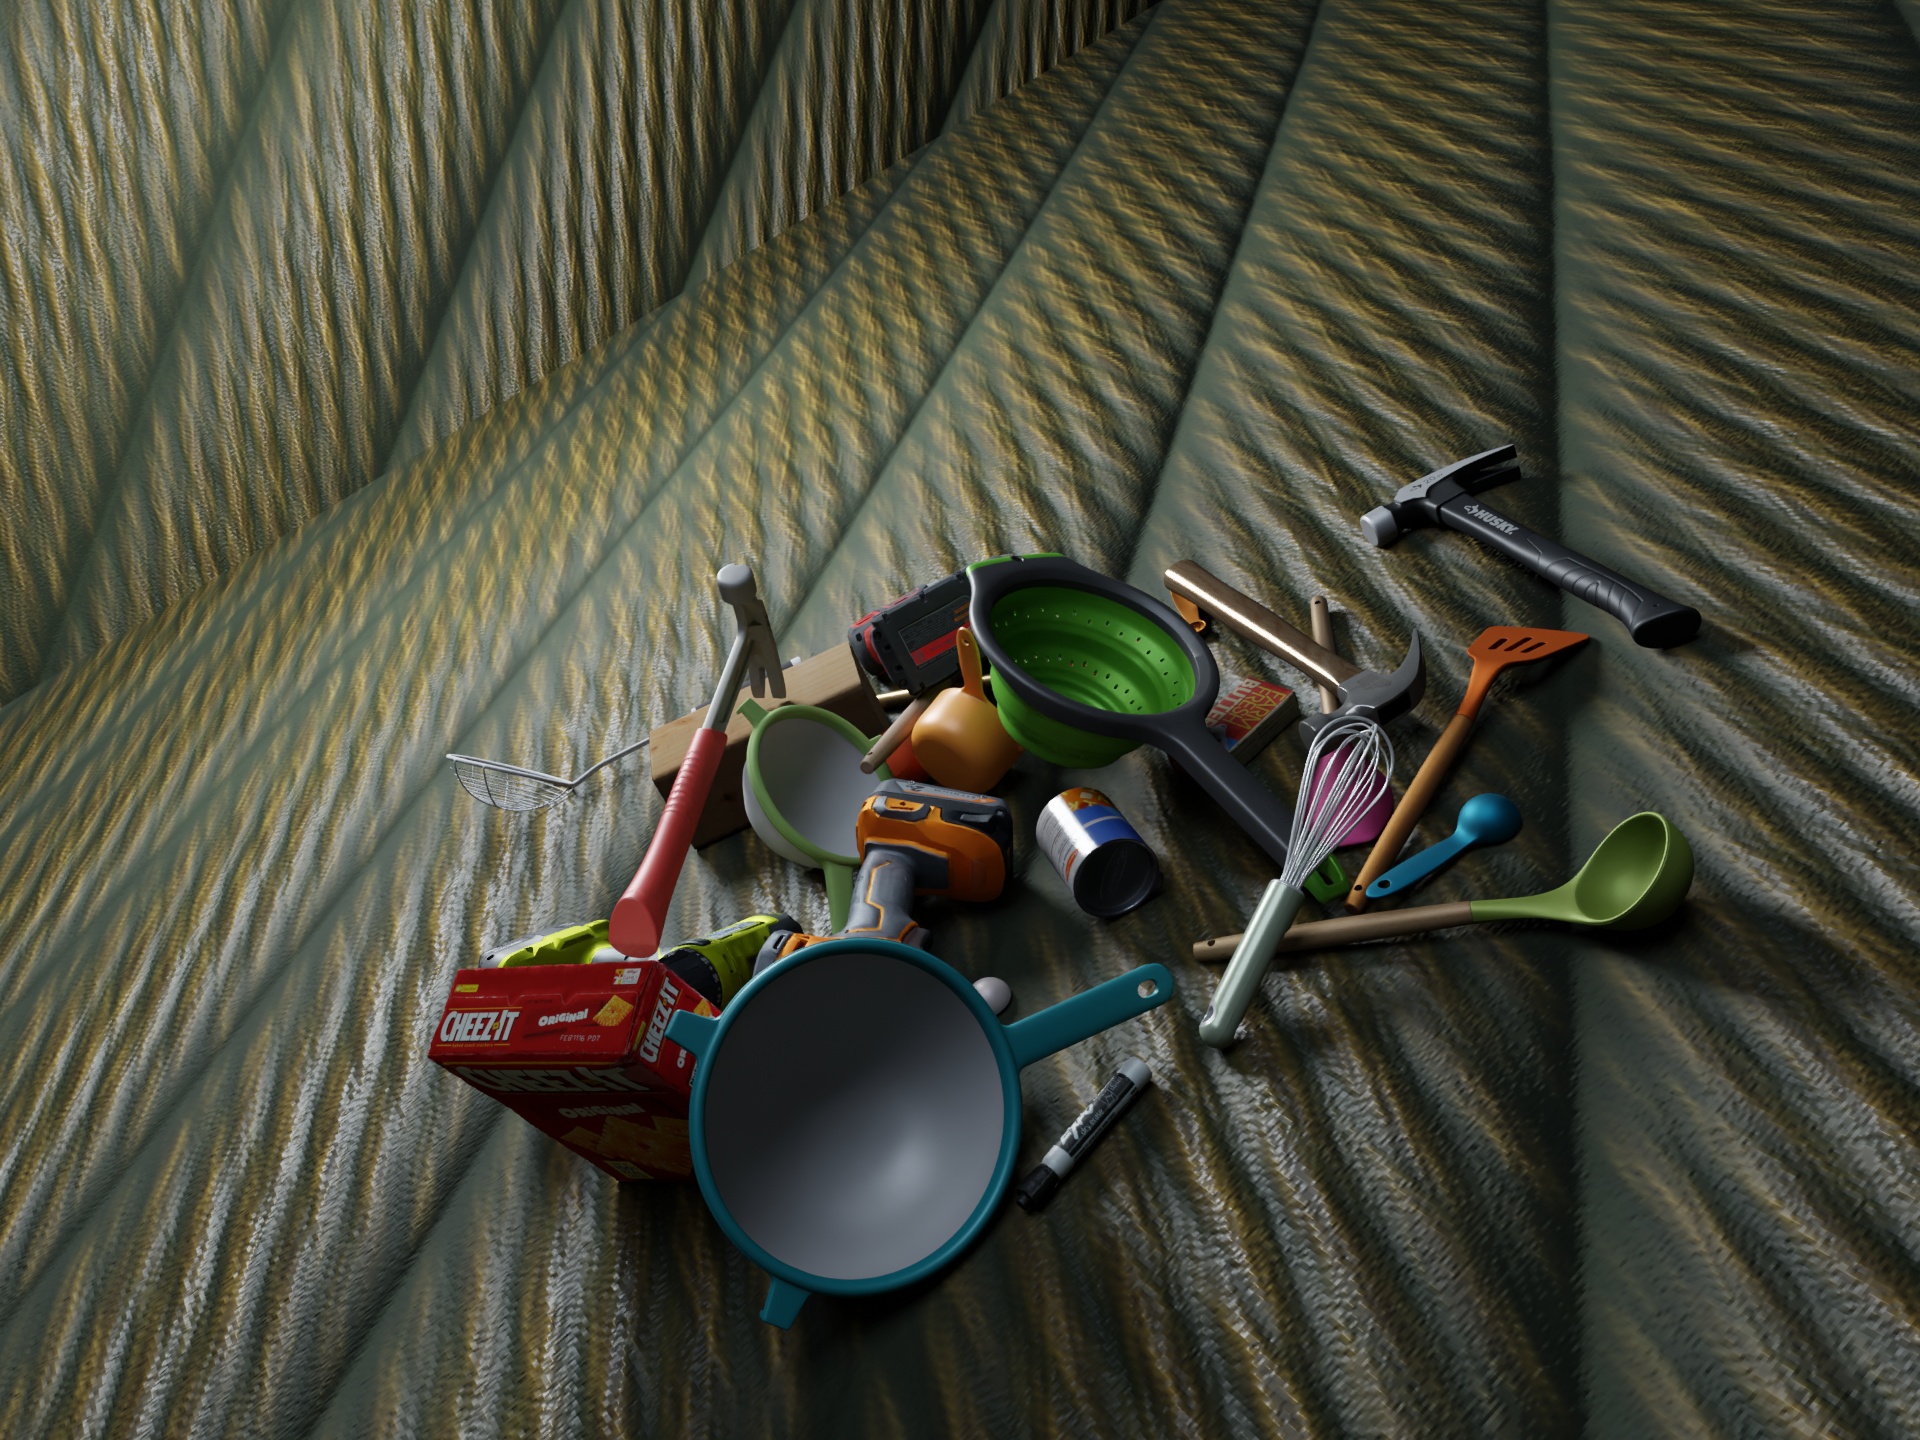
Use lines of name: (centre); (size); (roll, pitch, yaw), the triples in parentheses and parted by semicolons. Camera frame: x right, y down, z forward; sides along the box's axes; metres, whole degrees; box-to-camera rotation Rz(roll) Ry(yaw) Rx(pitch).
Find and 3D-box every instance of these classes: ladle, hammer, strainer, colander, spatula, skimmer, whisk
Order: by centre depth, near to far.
ladle: (0.298, 0.118, 1.018); (0.320, 0.062, 0.078); (-13, 32, 25)
strainer: (-0.020, 0.227, 1.022); (0.340, 0.211, 0.095); (-18, -4, -26)
whisk: (0.219, 0.105, 1.045); (0.246, 0.059, 0.058); (-61, 4, -13)
spatula: (0.356, 0.024, 1.149); (0.081, 0.041, 0.323); (10, 50, 42)
colander: (0.138, 0.022, 1.209); (0.204, 0.094, 0.398); (-12, 46, -36)
hammer: (-0.204, 0.042, 1.258); (0.037, 0.149, 0.359); (1, 44, 11)
strainer: (-0.116, 0.111, 1.274); (0.069, 0.151, 0.257); (-38, 49, 37)
hammer: (0.474, -0.139, 1.294); (0.146, 0.035, 0.335); (-29, 31, -5)
hammer: (0.260, -0.071, 1.305); (0.130, 0.031, 0.332); (-26, 30, -10)
spatula: (-0.026, -0.024, 1.428); (0.060, 0.018, 0.316); (-17, 17, 27)
ladle: (0.039, -0.037, 1.461); (0.315, 0.031, 0.069); (-9, 25, 29)
skimmer: (-0.336, -0.004, 1.618); (0.363, 0.090, 0.127); (-26, 0, -5)

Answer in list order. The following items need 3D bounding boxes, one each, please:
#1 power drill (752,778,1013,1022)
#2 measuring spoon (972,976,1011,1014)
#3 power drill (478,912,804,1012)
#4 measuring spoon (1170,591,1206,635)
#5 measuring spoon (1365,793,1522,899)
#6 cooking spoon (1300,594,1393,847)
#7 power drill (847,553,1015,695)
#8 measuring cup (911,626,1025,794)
power drill: (-0.033, 0.144, 1.156); (0.164, 0.084, 0.227); (10, 36, 17)
measuring spoon: (-0.021, 0.198, 1.159); (0.124, 0.018, 0.034); (-5, 37, 30)
power drill: (-0.254, 0.200, 1.209); (0.228, 0.080, 0.190); (-8, 4, 31)
measuring spoon: (0.209, -0.104, 1.458); (0.021, 0.011, 0.117); (-21, 28, 9)
measuring spoon: (0.323, 0.082, 1.071); (0.128, 0.021, 0.042); (-28, 32, -16)
cooking spoon: (0.291, -0.009, 1.245); (0.069, 0.017, 0.319); (-13, 34, 17)
power drill: (-0.010, -0.100, 1.495); (0.188, 0.080, 0.227); (-29, 9, -4)
measuring cup: (-0.002, -0.004, 1.308); (0.095, 0.173, 0.052); (26, 59, 24)
